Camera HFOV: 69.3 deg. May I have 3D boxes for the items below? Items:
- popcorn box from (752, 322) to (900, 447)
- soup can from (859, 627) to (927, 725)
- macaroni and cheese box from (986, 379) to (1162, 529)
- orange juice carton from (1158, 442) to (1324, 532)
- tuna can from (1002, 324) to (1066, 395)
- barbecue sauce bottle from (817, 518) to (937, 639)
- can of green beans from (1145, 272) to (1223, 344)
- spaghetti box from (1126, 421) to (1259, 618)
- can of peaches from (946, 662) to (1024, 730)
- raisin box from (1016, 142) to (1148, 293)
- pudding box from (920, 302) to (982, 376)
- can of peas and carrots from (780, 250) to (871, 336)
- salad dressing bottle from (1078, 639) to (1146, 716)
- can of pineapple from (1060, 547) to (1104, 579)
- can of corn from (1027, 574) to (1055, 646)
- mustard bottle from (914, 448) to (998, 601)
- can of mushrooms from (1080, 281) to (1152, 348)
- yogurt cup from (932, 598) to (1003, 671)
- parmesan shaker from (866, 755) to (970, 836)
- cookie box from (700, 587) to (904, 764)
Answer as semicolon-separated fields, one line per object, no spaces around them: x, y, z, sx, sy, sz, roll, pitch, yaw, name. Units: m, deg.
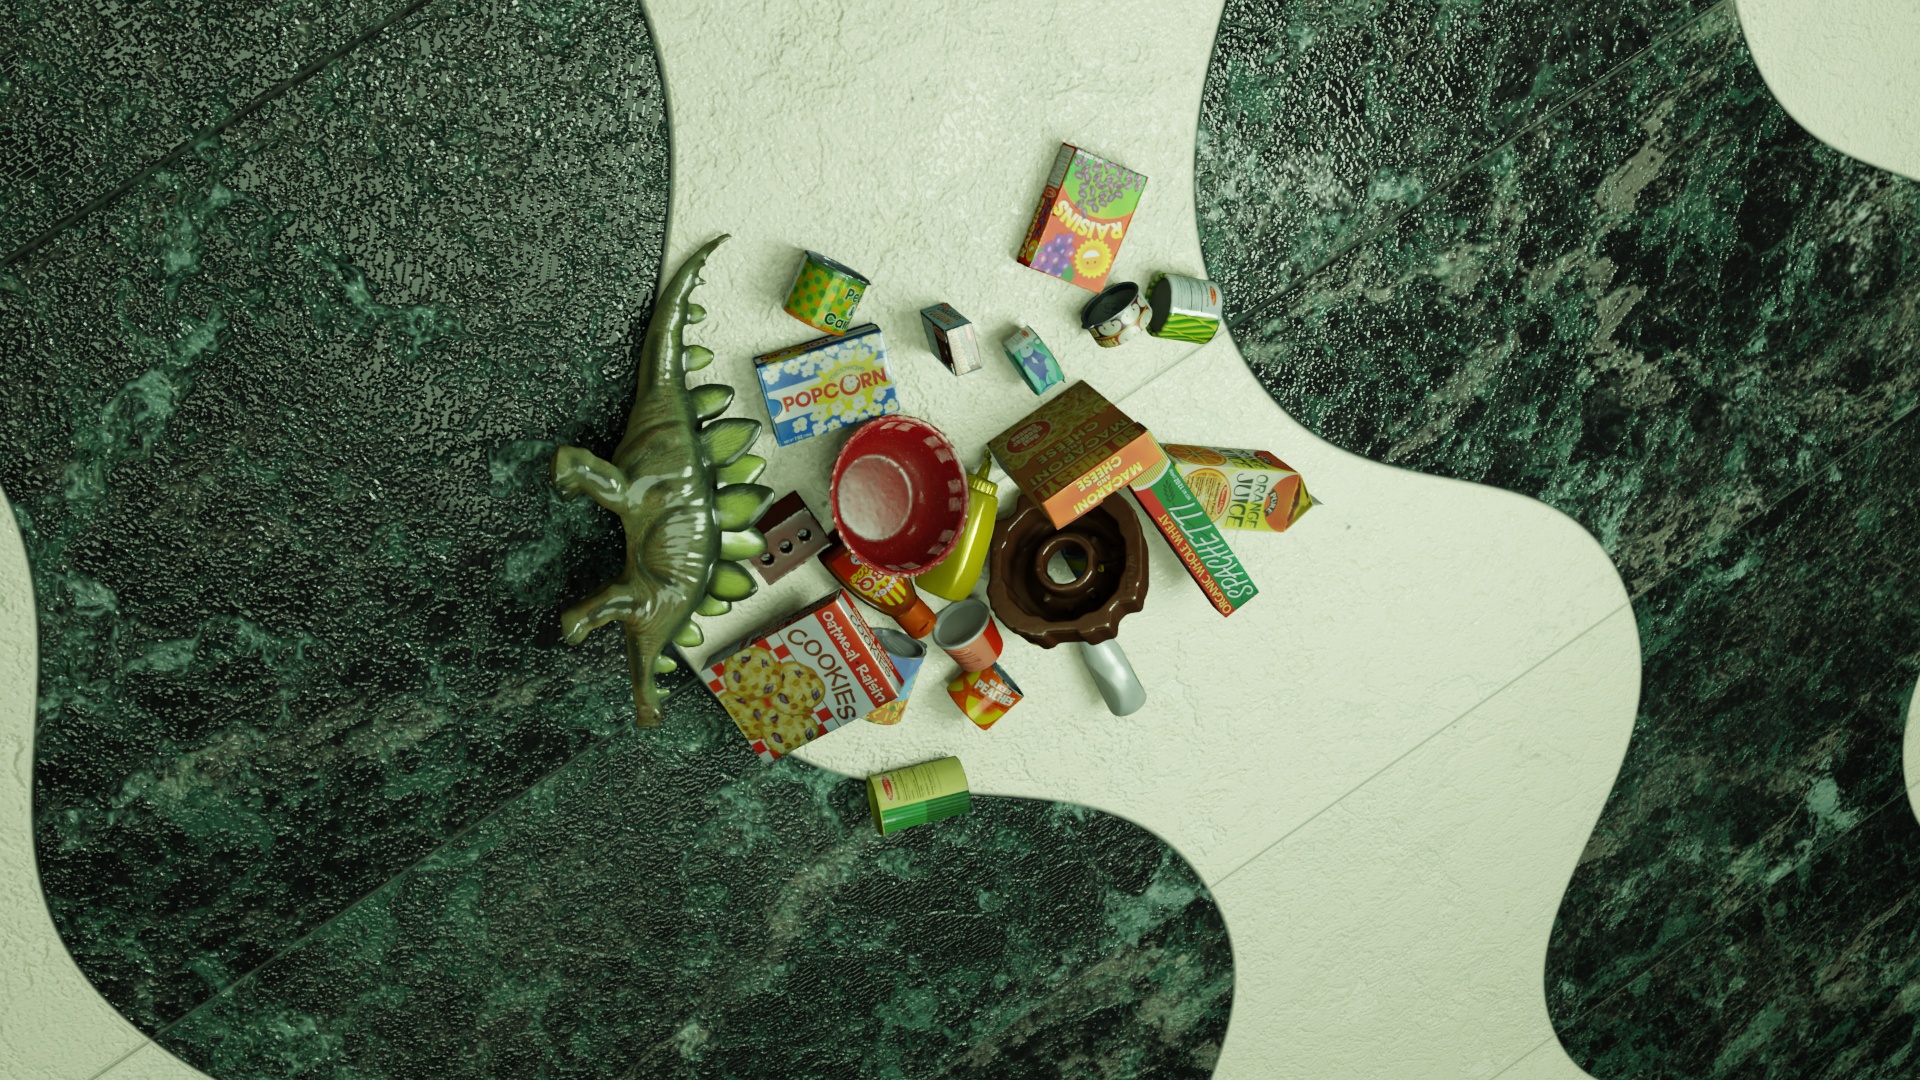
-0.129;-0.152;1.347;0.127;0.038;0.085;-18;118;-11;popcorn box
-0.078;0.145;1.479;0.071;0.071;0.083;12;109;-23;soup can
0.111;-0.088;1.383;0.124;0.167;0.040;-34;120;-2;macaroni and cheese box
0.299;-0.057;1.515;0.193;0.072;0.072;3;112;-20;orange juice carton
0.074;-0.177;1.389;0.033;0.071;0.071;-36;119;0;tuna can
-0.081;0.044;1.445;0.065;0.044;0.148;-44;120;-5;barbecue sauce bottle
0.226;-0.236;1.415;0.058;0.071;0.071;5;111;-20;can of green beans
0.233;-0.018;1.452;0.050;0.029;0.249;-39;118;1;spaghetti box
0.027;0.167;1.521;0.058;0.071;0.071;-42;119;4;can of peaches
0.119;-0.315;1.360;0.086;0.040;0.123;15;106;-25;raisin box
-0.009;-0.195;1.343;0.030;0.084;0.049;-20;117;-10;pudding box
-0.125;-0.229;1.297;0.071;0.071;0.058;20;106;-25;can of peas and carrots
0.160;0.128;1.557;0.044;0.064;0.147;-33;112;-12;salad dressing bottle
0.150;0.019;1.499;0.071;0.071;0.057;-33;119;-2;can of pineapple
0.082;0.074;1.506;0.071;0.058;0.071;-7;114;-16;can of corn
0.005;-0.018;1.437;0.049;0.065;0.160;13;100;-57;mustard bottle
0.155;-0.225;1.396;0.071;0.071;0.033;-38;120;0;can of mushrooms
0.011;0.104;1.493;0.072;0.072;0.053;-35;127;-1;yogurt cup
-0.046;0.286;1.548;0.103;0.071;0.071;-11;116;-14;parmesan shaker
-0.161;0.139;1.425;0.167;0.040;0.122;-28;106;13;cookie box
